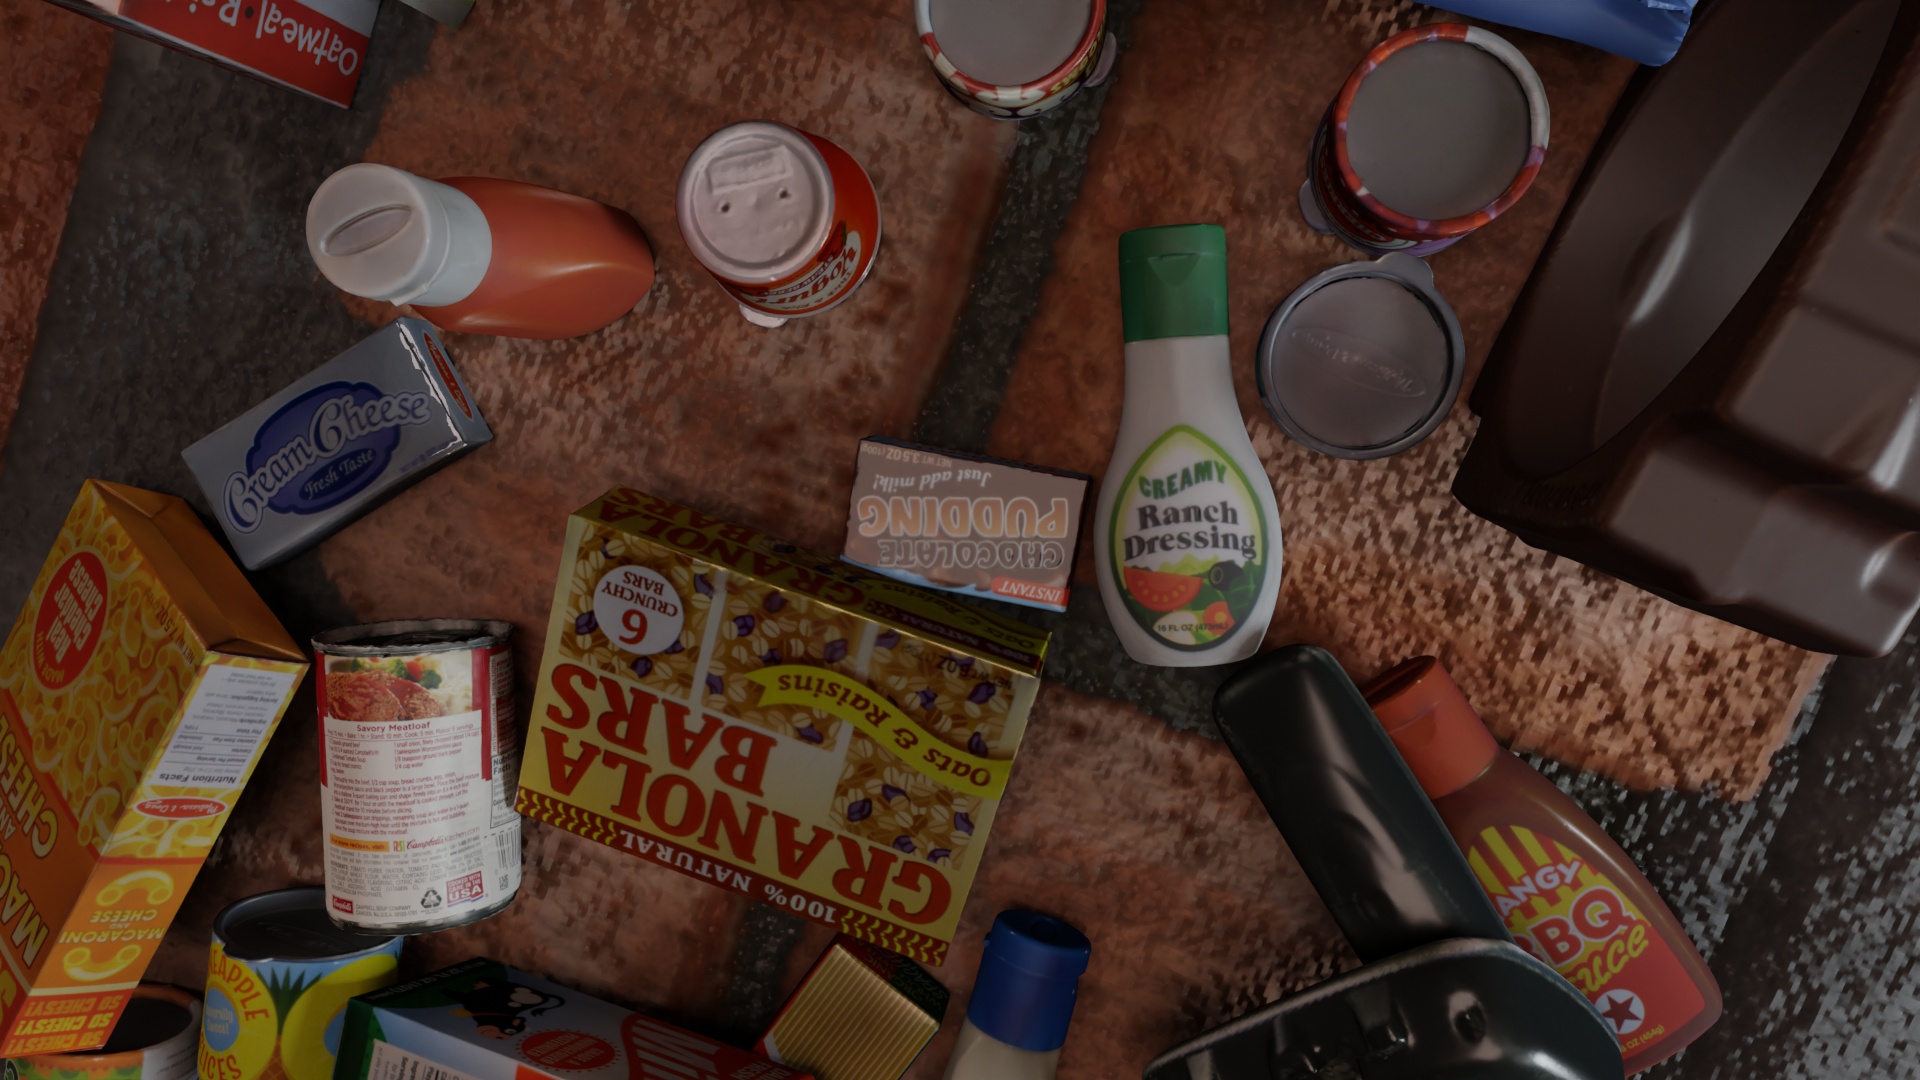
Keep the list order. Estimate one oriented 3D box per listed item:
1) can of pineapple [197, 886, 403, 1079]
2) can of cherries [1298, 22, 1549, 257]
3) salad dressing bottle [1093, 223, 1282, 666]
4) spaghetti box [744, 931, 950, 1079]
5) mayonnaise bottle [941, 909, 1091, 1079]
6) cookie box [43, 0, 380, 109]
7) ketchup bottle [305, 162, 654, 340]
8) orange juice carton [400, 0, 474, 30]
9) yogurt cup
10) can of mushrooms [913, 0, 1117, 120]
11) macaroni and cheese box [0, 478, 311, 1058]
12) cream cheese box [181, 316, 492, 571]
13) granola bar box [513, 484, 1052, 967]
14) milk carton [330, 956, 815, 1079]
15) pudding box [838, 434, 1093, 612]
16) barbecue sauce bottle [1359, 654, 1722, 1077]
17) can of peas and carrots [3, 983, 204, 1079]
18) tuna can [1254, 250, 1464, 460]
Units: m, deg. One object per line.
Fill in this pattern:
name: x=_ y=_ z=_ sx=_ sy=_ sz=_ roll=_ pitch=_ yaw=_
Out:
can of pineapple: x=-0.246 y=0.169 z=0.517 sx=0.071 sy=0.071 sz=0.057 roll=10 pitch=96 yaw=6
can of cherries: x=0.149 y=-0.127 z=0.455 sx=0.071 sy=0.058 sz=0.071 roll=0 pitch=94 yaw=6
salad dressing bottle: x=0.076 y=-0.033 z=0.478 sx=0.064 sy=0.044 sz=0.147 roll=-3 pitch=94 yaw=8
spaghetti box: x=-0.097 y=0.255 z=0.527 sx=0.050 sy=0.029 sz=0.249 roll=37 pitch=97 yaw=4
mayonnaise bottle: x=0.010 y=0.209 z=0.496 sx=0.041 sy=0.065 sz=0.148 roll=16 pitch=92 yaw=8
cookie box: x=-0.230 y=-0.240 z=0.458 sx=0.040 sy=0.123 sz=0.167 roll=20 pitch=97 yaw=6
ketchup bottle: x=-0.151 y=-0.091 z=0.447 sx=0.065 sy=0.149 sz=0.043 roll=-21 pitch=93 yaw=8
orange juice carton: x=-0.146 y=-0.269 z=0.472 sx=0.073 sy=0.072 sz=0.192 roll=30 pitch=97 yaw=4
yogurt cup: x=-0.065 y=-0.113 z=0.483 sx=0.072 sy=0.054 sz=0.072 roll=0 pitch=94 yaw=6
can of mushrooms: x=0.020 y=-0.181 z=0.479 sx=0.071 sy=0.033 sz=0.071 roll=0 pitch=93 yaw=7
macaroni and cheese box: x=-0.316 y=0.079 z=0.506 sx=0.124 sy=0.040 sz=0.166 roll=36 pitch=98 yaw=34
cream cheese box: x=-0.235 y=-0.035 z=0.523 sx=0.104 sy=0.024 sz=0.053 roll=-29 pitch=90 yaw=8
granola bar box: x=-0.064 y=0.065 z=0.490 sx=0.166 sy=0.039 sz=0.123 roll=19 pitch=112 yaw=5
milk carton: x=-0.120 y=0.212 z=0.479 sx=0.190 sy=0.072 sz=0.073 roll=11 pitch=89 yaw=21
pudding box: x=0.002 y=-0.006 z=0.495 sx=0.084 sy=0.030 sz=0.049 roll=11 pitch=96 yaw=6
barbecue sauce bottle: x=0.189 y=0.109 z=0.475 sx=0.064 sy=0.044 sz=0.148 roll=-35 pitch=89 yaw=15
can of peas and carrots: x=-0.330 y=0.210 z=0.530 sx=0.071 sy=0.071 sz=0.058 roll=9 pitch=95 yaw=6
tuna can: x=0.136 y=-0.063 z=0.474 sx=0.071 sy=0.033 sz=0.071 roll=1 pitch=94 yaw=6
